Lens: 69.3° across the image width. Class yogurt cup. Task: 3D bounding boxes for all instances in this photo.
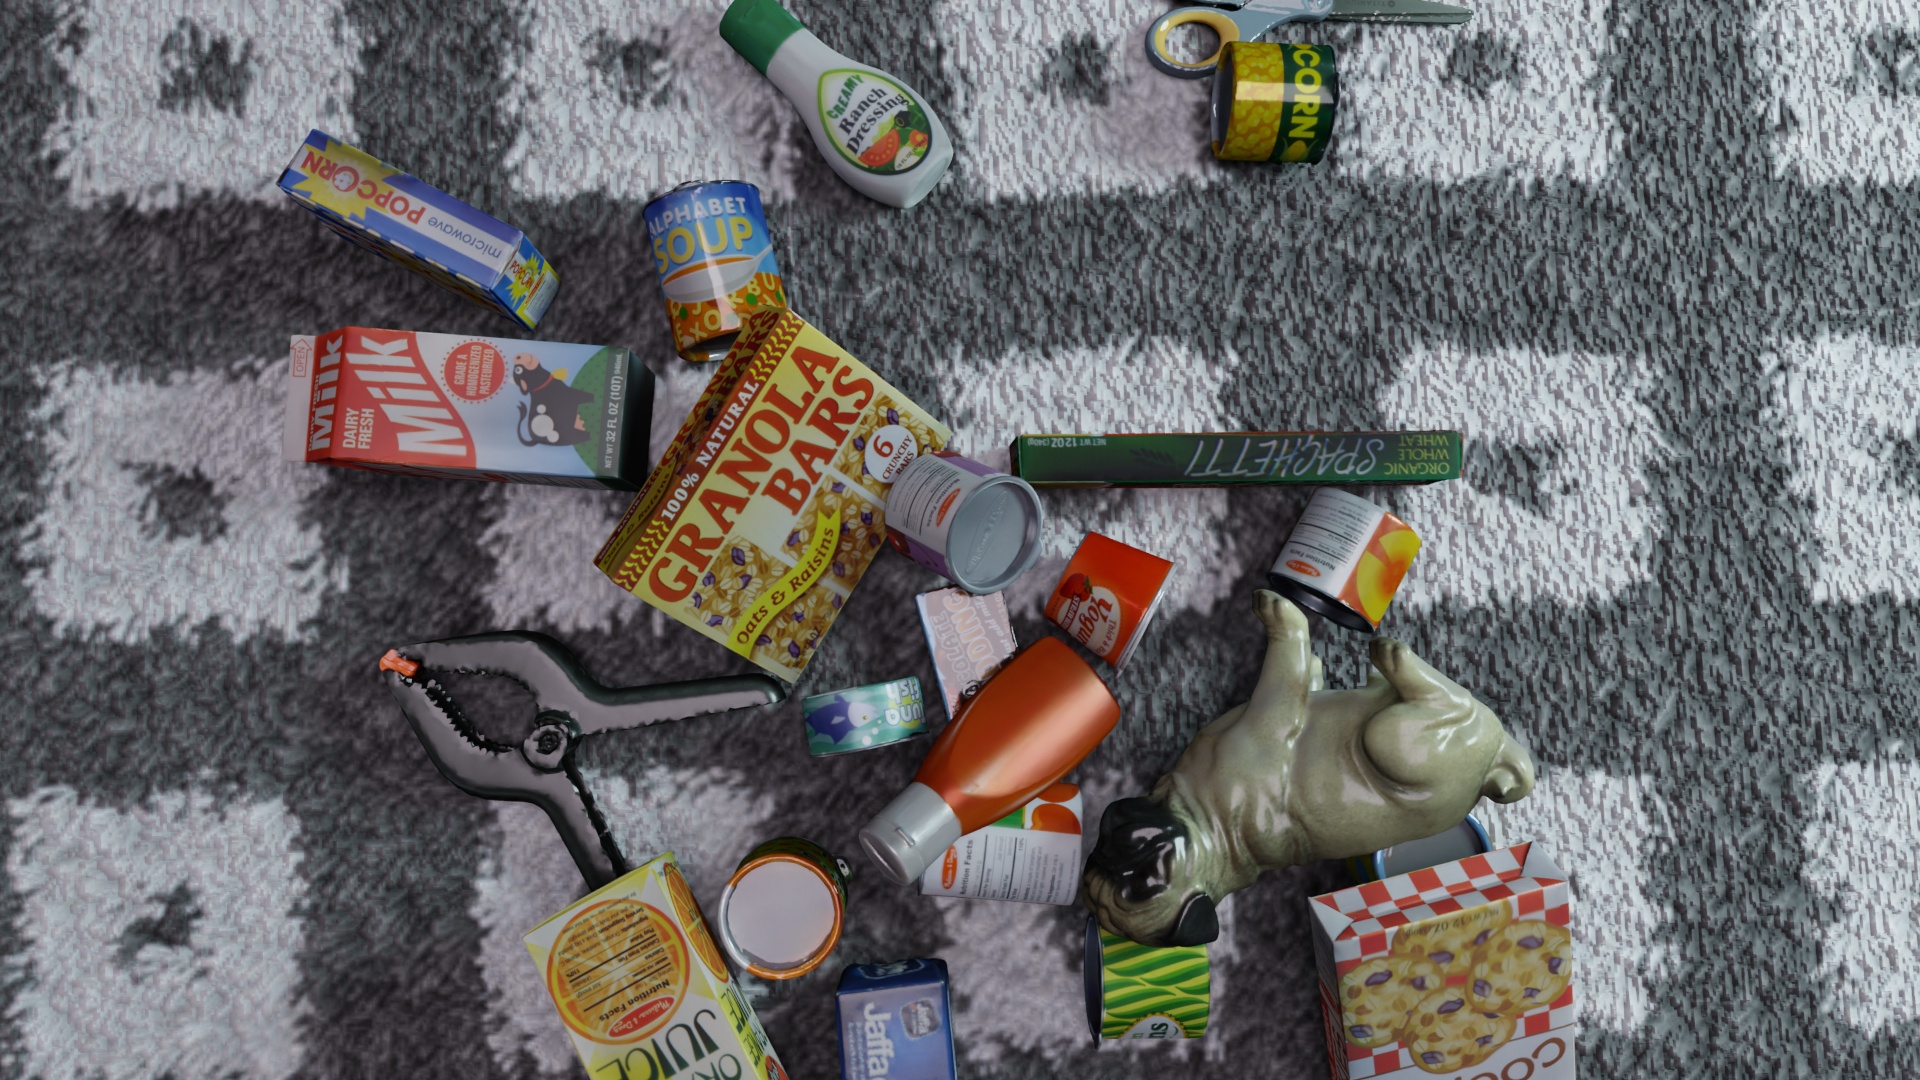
[{"bbox_3d":[0.082,0.031,0.768,0.054,0.072,0.072,29,85,8],"label":"yogurt cup"}]

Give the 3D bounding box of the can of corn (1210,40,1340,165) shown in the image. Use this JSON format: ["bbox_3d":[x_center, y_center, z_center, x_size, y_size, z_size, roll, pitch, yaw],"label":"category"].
[{"bbox_3d":[0.178,-0.250,0.791,0.058,0.071,0.071,2,85,-2],"label":"can of corn"}]

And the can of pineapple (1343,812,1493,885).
[{"bbox_3d":[0.250,0.170,0.765,0.071,0.058,0.071,0,85,-2],"label":"can of pineapple"}]

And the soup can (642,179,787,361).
[{"bbox_3d":[-0.135,-0.149,0.768,0.071,0.071,0.084,-14,86,-3],"label":"soup can"}]

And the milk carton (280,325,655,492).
[{"bbox_3d":[-0.270,-0.071,0.755,0.191,0.073,0.072,4,86,-2],"label":"milk carton"}]

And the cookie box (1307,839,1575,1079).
[{"bbox_3d":[0.256,0.248,0.733,0.123,0.040,0.166,-14,114,-2],"label":"cookie box"}]

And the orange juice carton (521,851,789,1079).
[{"bbox_3d":[-0.139,0.262,0.700,0.073,0.071,0.193,-28,85,-7],"label":"orange juice carton"}]

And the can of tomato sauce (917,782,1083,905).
[{"bbox_3d":[0.021,0.160,0.754,0.083,0.071,0.071,5,85,-2],"label":"can of tomato sauce"}]

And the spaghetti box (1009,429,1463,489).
[{"bbox_3d":[0.154,-0.045,0.783,0.250,0.050,0.028,-1,88,-3],"label":"spaghetti box"}]

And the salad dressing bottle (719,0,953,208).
[{"bbox_3d":[-0.072,-0.254,0.794,0.147,0.044,0.064,42,86,1],"label":"salad dressing bottle"}]

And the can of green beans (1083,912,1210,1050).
[{"bbox_3d":[0.099,0.235,0.749,0.058,0.071,0.071,1,86,-3],"label":"can of green beans"}]

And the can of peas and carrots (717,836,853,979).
[{"bbox_3d":[-0.092,0.196,0.748,0.071,0.058,0.071,0,86,-3],"label":"can of peas and carrots"}]

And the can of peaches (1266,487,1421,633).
[{"bbox_3d":[0.215,0.012,0.775,0.071,0.071,0.058,30,85,0],"label":"can of peaches"}]

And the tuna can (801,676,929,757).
[{"bbox_3d":[-0.050,0.095,0.753,0.071,0.071,0.033,-11,86,-3],"label":"tuna can"}]

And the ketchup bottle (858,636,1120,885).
[{"bbox_3d":[0.013,0.115,0.715,0.149,0.043,0.065,-38,79,-28],"label":"ketchup bottle"}]

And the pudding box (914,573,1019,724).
[{"bbox_3d":[0.007,0.064,0.778,0.050,0.030,0.083,-14,86,-4],"label":"pudding box"}]

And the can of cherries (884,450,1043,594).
[{"bbox_3d":[0.003,-0.009,0.757,0.072,0.058,0.071,-17,117,-36],"label":"can of cherries"}]

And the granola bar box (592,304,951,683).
[{"bbox_3d":[-0.099,-0.024,0.748,0.124,0.039,0.165,35,84,-33],"label":"granola bar box"}]

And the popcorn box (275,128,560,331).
[{"bbox_3d":[-0.290,-0.166,0.756,0.127,0.085,0.038,26,84,0],"label":"popcorn box"}]
